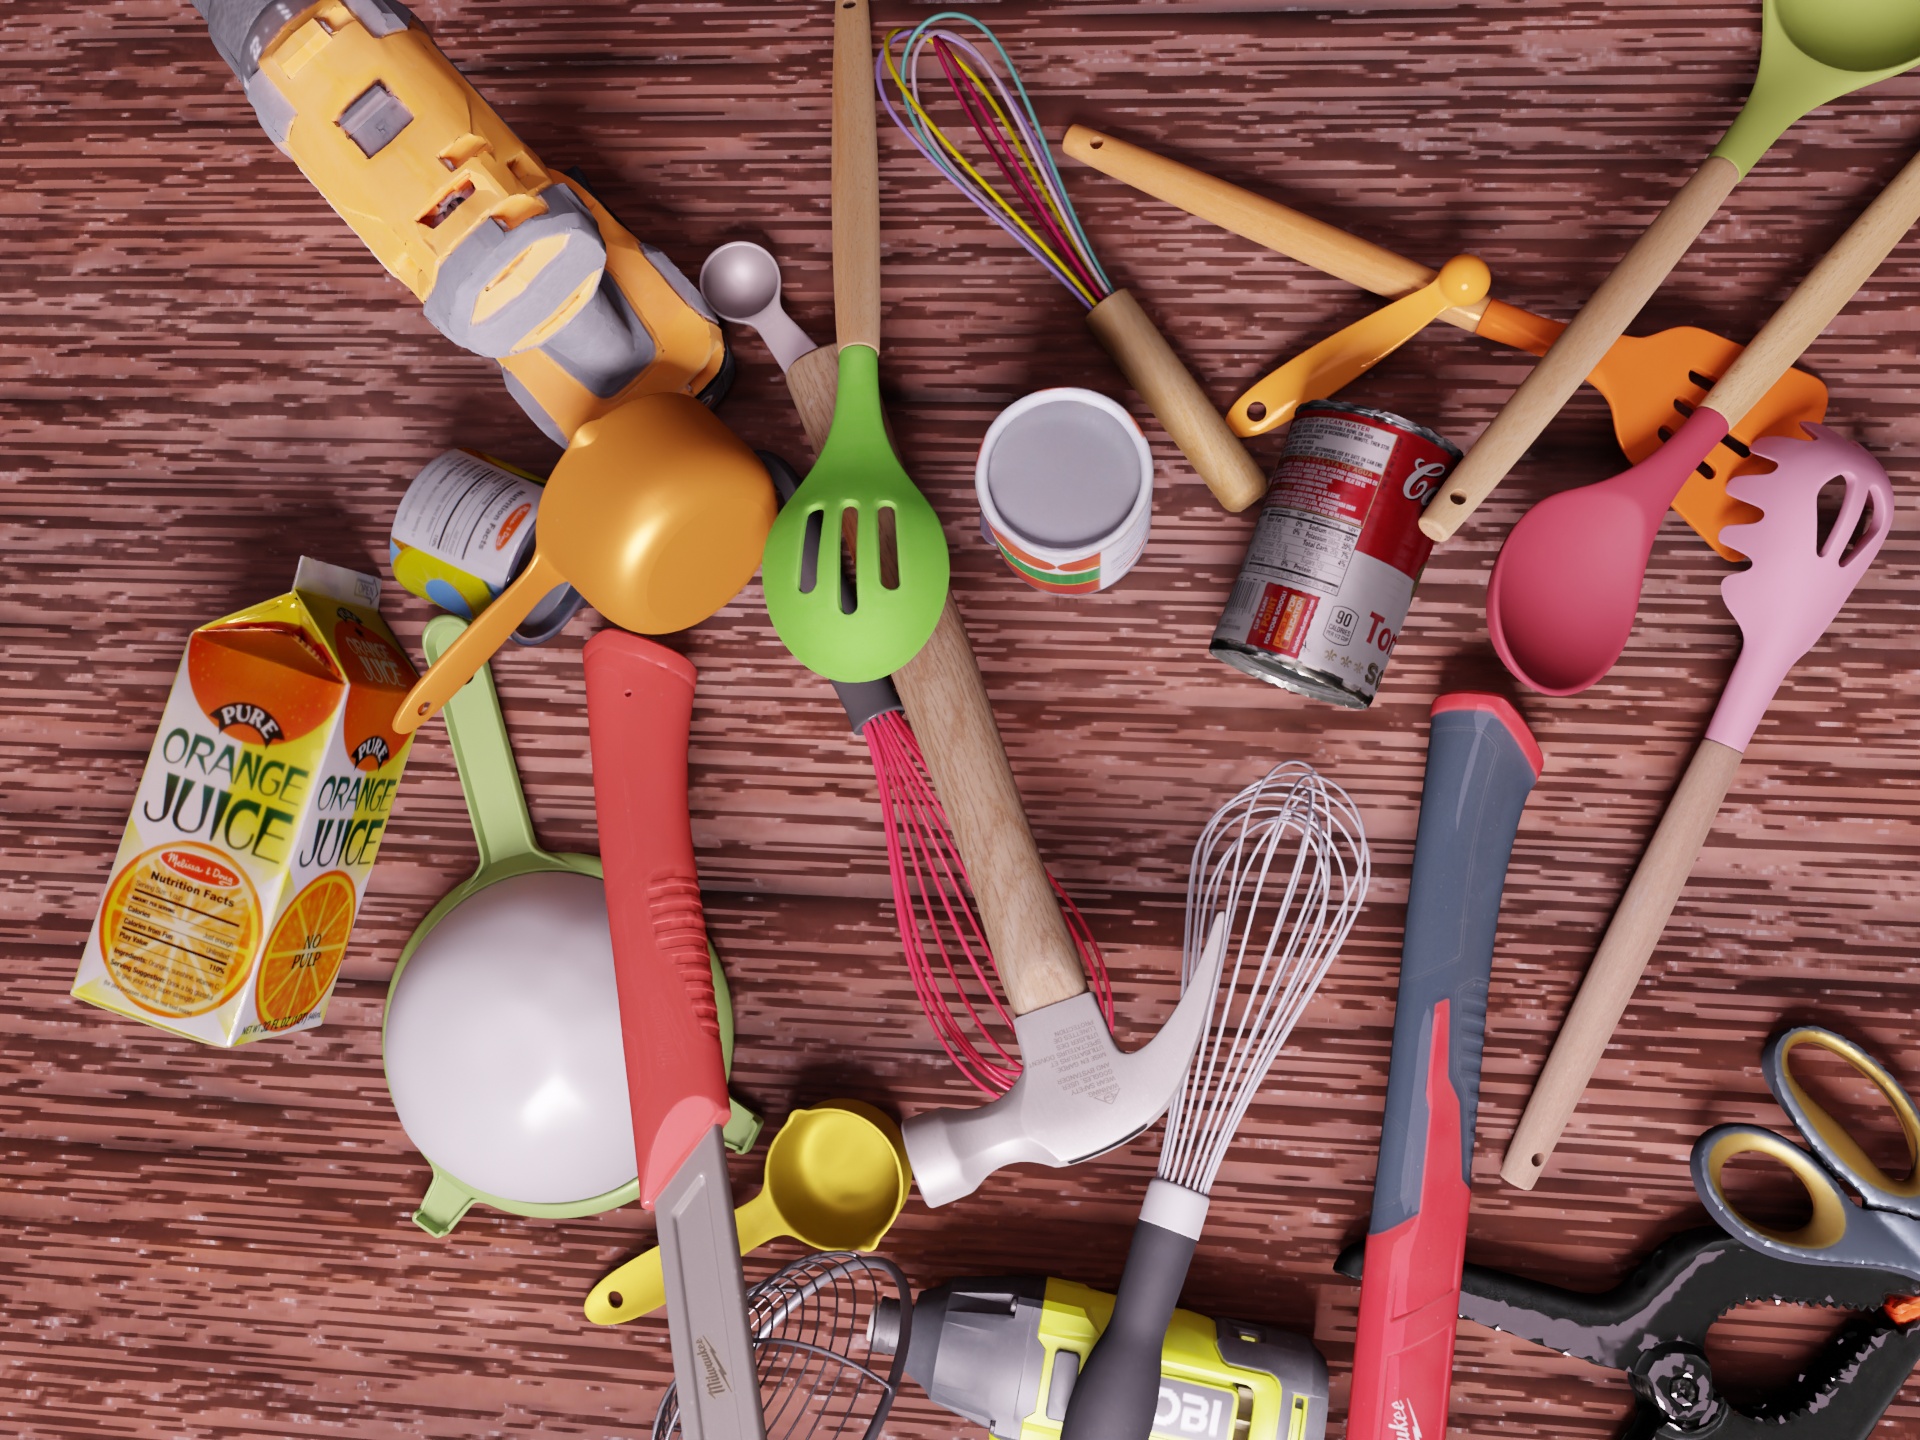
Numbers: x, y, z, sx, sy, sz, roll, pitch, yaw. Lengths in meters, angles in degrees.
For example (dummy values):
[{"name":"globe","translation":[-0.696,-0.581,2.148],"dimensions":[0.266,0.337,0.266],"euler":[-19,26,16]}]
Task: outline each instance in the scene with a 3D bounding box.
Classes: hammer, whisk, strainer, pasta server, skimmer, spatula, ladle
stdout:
[{"name":"hammer","translation":[0.150,0.173,0.570],"dimensions":[0.143,0.038,0.386],"euler":[12,76,-9]},{"name":"hammer","translation":[-0.111,0.124,0.571],"dimensions":[0.149,0.036,0.359],"euler":[-18,60,5]},{"name":"whisk","translation":[0.049,-0.189,0.649],"dimensions":[0.051,0.047,0.245],"euler":[-37,87,15]},{"name":"strainer","translation":[-0.185,0.078,0.638],"dimensions":[0.151,0.069,0.256],"euler":[-16,86,5]},{"name":"pasta server","translation":[0.277,0.034,0.611],"dimensions":[0.060,0.040,0.316],"euler":[23,94,-6]},{"name":"skimmer","translation":[-0.073,0.377,0.593],"dimensions":[0.090,0.127,0.363],"euler":[1,100,-13]},{"name":"whisk","translation":[-0.023,0.017,0.634],"dimensions":[0.073,0.073,0.296],"euler":[-28,77,4]},{"name":"hammer","translation":[-0.001,-0.002,0.594],"dimensions":[0.130,0.031,0.331],"euler":[-19,70,0]},{"name":"whisk","translation":[0.089,0.147,0.583],"dimensions":[0.070,0.070,0.285],"euler":[18,75,7]},{"name":"spatula","translation":[0.186,-0.169,0.641],"dimensions":[0.323,0.041,0.081],"euler":[28,88,12]},{"name":"ladle","translation":[0.272,-0.192,0.591],"dimensions":[0.078,0.062,0.320],"euler":[38,81,13]},{"name":"ladle","translation":[0.301,-0.133,0.603],"dimensions":[0.315,0.031,0.069],"euler":[-47,109,-7]}]

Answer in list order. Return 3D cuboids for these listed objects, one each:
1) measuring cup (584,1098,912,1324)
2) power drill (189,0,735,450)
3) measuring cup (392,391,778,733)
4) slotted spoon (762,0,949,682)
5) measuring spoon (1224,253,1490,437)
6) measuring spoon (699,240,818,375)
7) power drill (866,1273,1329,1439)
[{"name":"measuring cup","translation":[-0.087,0.204,0.646],"dimensions":[0.156,0.029,0.062],"euler":[-32,85,15]},{"name":"power drill","translation":[-0.181,-0.190,0.579],"dimensions":[0.084,0.226,0.185],"euler":[-42,83,2]},{"name":"measuring cup","translation":[-0.141,-0.045,0.609],"dimensions":[0.052,0.095,0.173],"euler":[40,82,22]},{"name":"slotted spoon","translation":[-0.043,-0.166,0.626],"dimensions":[0.070,0.031,0.314],"euler":[-3,69,4]},{"name":"measuring spoon","translation":[0.154,-0.146,0.628],"dimensions":[0.117,0.011,0.021],"euler":[-31,90,23]},{"name":"measuring spoon","translation":[-0.065,-0.148,0.673],"dimensions":[0.034,0.018,0.124],"euler":[-37,89,-2]},{"name":"power drill","translation":[0.034,0.328,0.595],"dimensions":[0.171,0.080,0.223],"euler":[10,83,6]}]
